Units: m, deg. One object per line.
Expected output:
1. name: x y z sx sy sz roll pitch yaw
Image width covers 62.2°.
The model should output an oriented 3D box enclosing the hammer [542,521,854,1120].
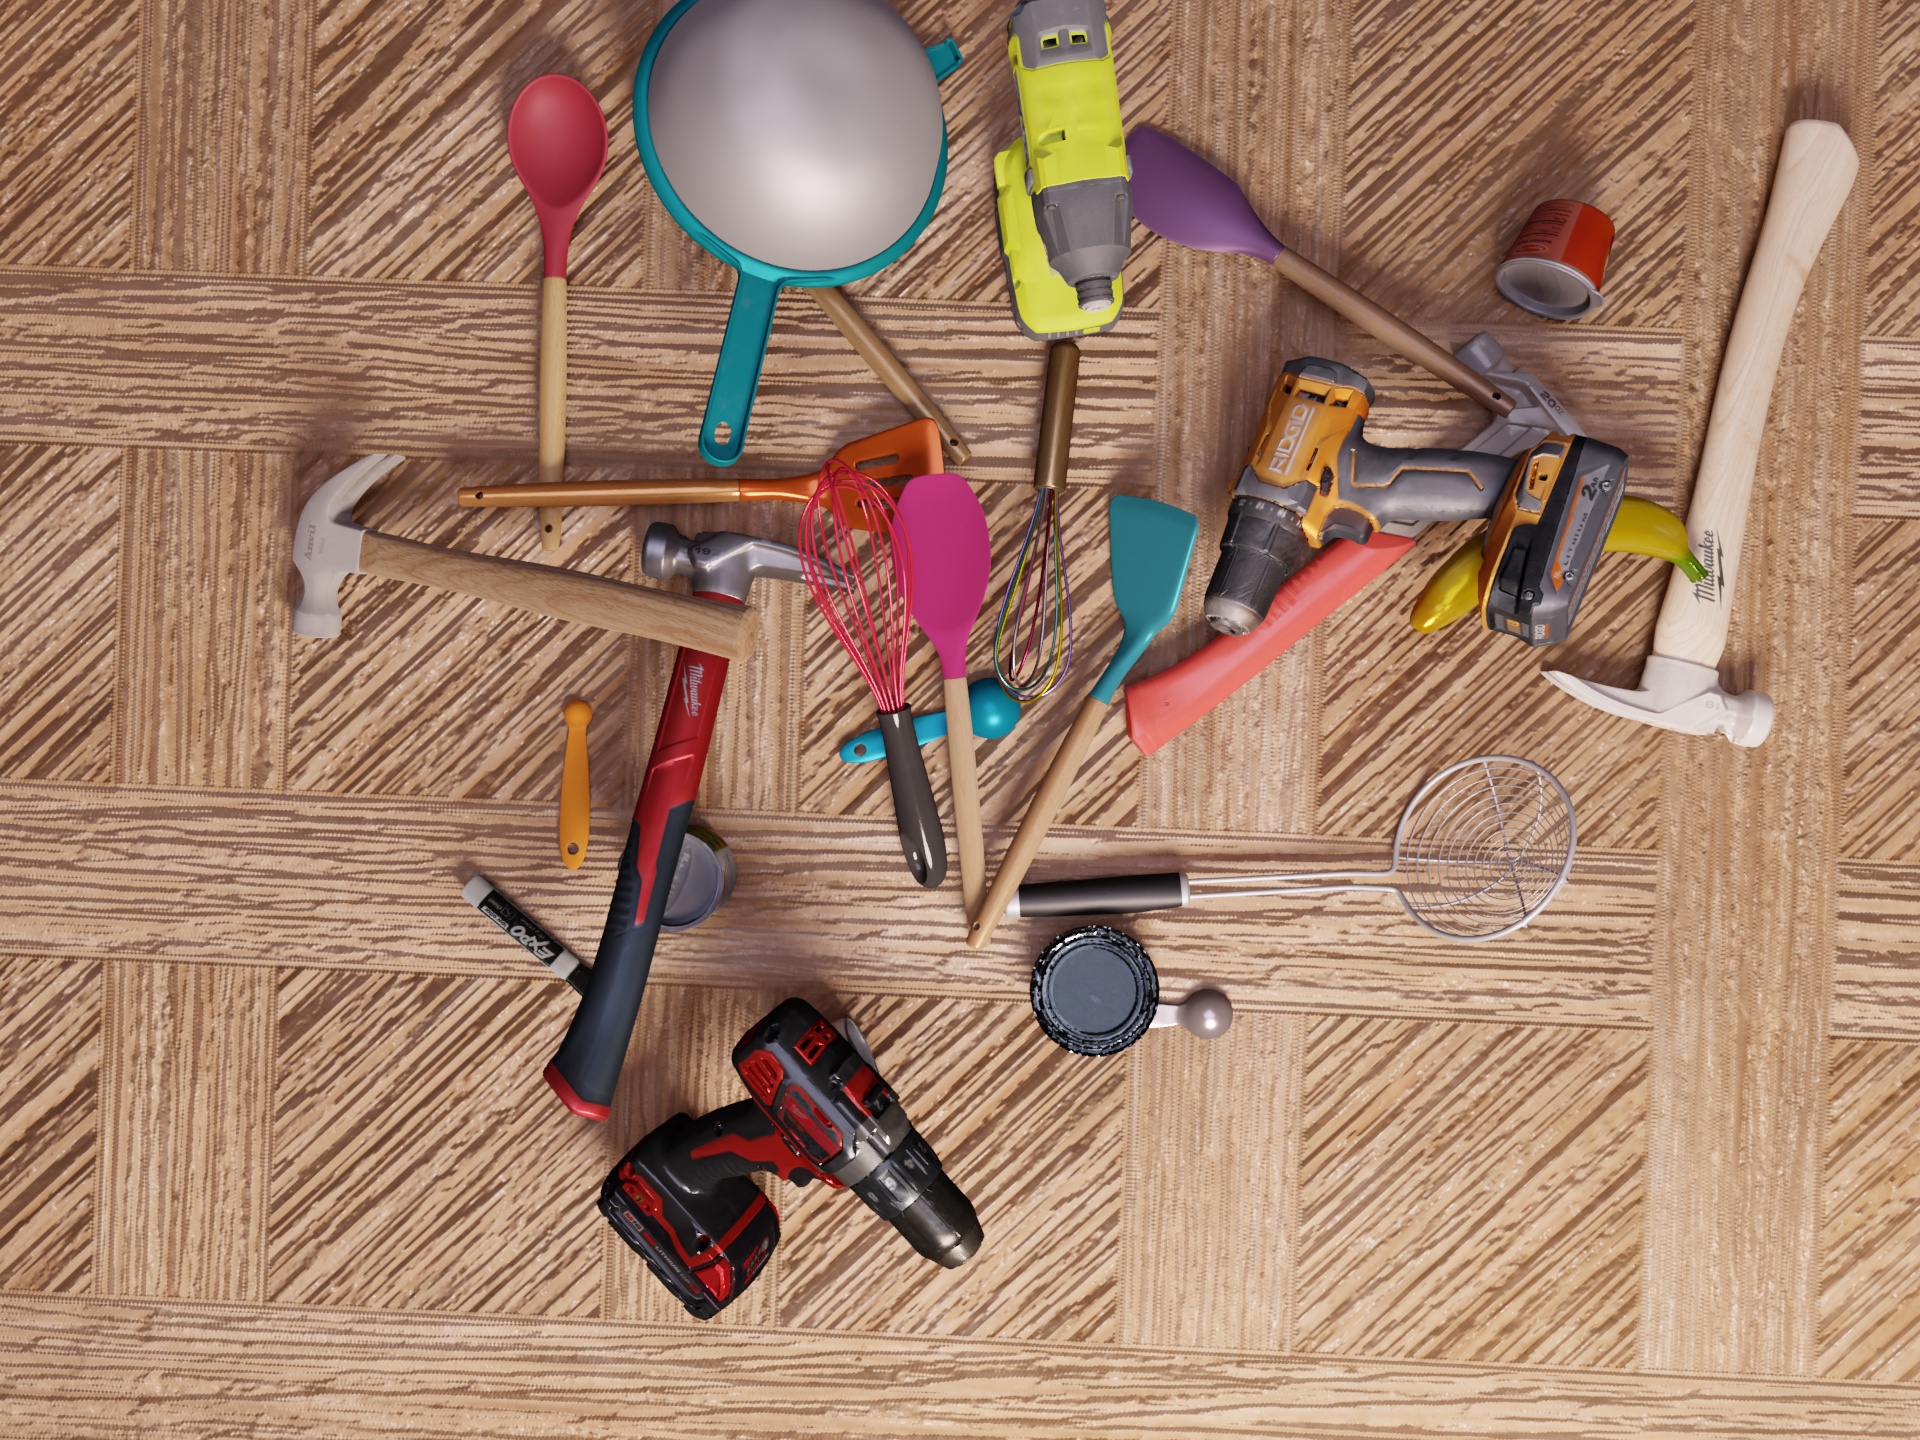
1. hammer: -0.175 0.061 1.014 0.143 0.038 0.386 11 72 1

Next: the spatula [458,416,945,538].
1. spatula: -0.172 -0.155 1.061 0.322 0.041 0.081 -2 91 -4

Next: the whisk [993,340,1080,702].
1. whisk: 0.053 -0.133 1.064 0.051 0.047 0.245 9 85 -22

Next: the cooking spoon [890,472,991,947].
1. cooking spoon: -0.002 -0.003 1.057 0.069 0.017 0.319 -3 98 17

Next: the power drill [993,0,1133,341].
1. power drill: 0.065 -0.315 0.971 0.080 0.223 0.171 -8 90 1

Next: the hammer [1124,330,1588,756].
1. hammer: 0.260 -0.092 1.064 0.359 0.037 0.149 -39 90 0

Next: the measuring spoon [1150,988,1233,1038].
1. measuring spoon: 0.123 0.201 1.076 0.124 0.018 0.034 -2 91 2

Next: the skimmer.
1. skimmer: 0.208 0.093 1.039 0.363 0.090 0.127 -4 58 4

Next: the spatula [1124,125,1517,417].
1. spatula: 0.231 -0.292 1.055 0.316 0.018 0.060 36 92 9

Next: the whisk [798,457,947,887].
1. whisk: -0.048 -0.026 1.035 0.073 0.073 0.295 -12 107 1

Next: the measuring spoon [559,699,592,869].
1. measuring spoon: -0.263 0.044 1.085 0.021 0.011 0.117 2 90 1

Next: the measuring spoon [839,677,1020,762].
1. measuring spoon: -0.021 0.005 1.075 0.128 0.021 0.042 -18 90 -1

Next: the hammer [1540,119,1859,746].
1. hammer: 0.508 -0.197 1.059 0.146 0.038 0.410 14 90 2

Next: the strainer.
1. strainer: -0.107 -0.328 0.992 0.211 0.095 0.340 15 80 -18

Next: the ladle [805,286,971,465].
1. ladle: -0.098 -0.299 1.059 0.078 0.062 0.320 -41 92 -10

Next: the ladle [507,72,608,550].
1. ladle: -0.274 -0.273 1.076 0.069 0.031 0.315 2 92 3

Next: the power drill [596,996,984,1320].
1. power drill: -0.105 0.293 0.994 0.188 0.080 0.226 48 125 0

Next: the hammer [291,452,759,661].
1. hammer: -0.285 -0.091 1.029 0.331 0.031 0.130 12 101 14

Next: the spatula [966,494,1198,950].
1. spatula: 0.072 0.005 1.053 0.044 0.082 0.317 27 88 -43

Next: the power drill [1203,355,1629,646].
1. power drill: 0.273 -0.116 0.990 0.226 0.084 0.185 21 82 24
